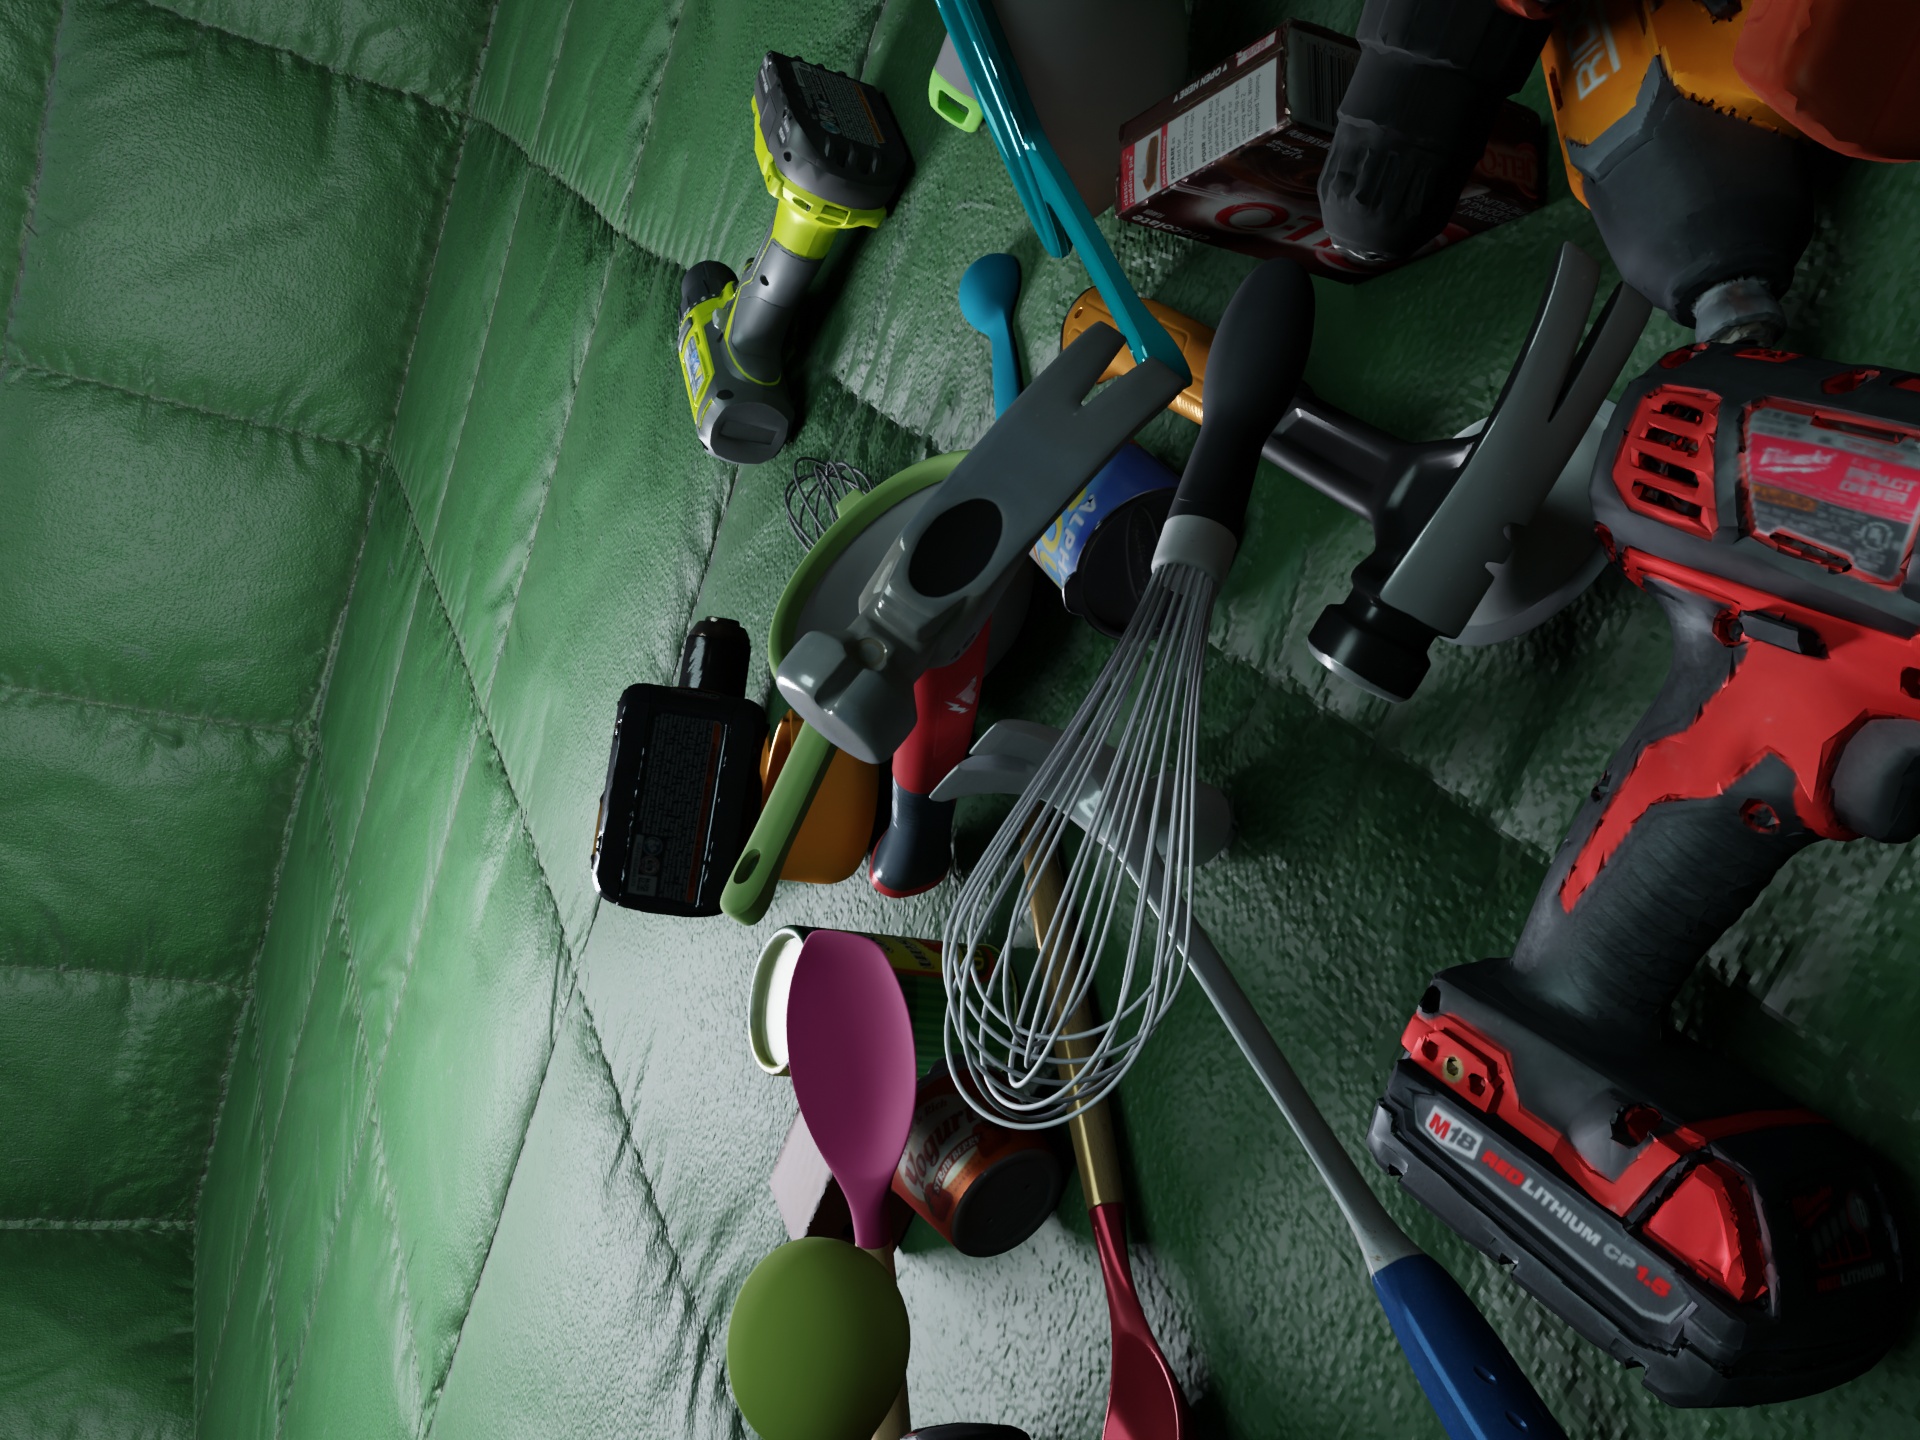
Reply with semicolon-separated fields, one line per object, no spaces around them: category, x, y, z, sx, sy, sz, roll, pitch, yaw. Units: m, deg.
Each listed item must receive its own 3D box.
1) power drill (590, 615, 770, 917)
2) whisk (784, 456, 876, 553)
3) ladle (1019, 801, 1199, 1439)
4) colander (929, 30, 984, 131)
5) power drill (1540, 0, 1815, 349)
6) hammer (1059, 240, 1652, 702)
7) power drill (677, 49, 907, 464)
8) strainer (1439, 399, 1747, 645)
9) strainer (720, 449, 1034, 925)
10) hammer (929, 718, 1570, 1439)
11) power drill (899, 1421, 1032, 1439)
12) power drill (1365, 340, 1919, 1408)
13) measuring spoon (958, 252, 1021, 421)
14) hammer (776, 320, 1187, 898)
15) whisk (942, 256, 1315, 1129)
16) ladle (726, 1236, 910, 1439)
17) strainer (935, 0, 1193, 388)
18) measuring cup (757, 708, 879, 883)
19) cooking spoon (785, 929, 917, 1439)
power drill;-0.155;0.023;0.927;0.226;0.084;0.185;158;121;-83
whisk;-0.045;-0.065;0.850;0.055;0.055;0.239;-58;40;32
ladle;0.051;0.167;0.627;0.069;0.031;0.316;122;147;-48
colander;0.065;-0.424;0.722;0.094;0.204;0.397;-57;3;-24
power drill;0.237;-0.200;0.378;0.226;0.084;0.164;-38;50;55
hammer;0.104;-0.123;0.569;0.127;0.034;0.337;-61;23;14
power drill;-0.126;-0.308;1.043;0.228;0.080;0.191;-58;36;37
strainer;0.203;-0.061;0.432;0.258;0.050;0.087;8;73;57
strainer;-0.033;-0.009;0.733;0.151;0.069;0.256;-4;53;43
hammer;0.115;0.146;0.447;0.035;0.144;0.406;-48;46;21
power drill;0.017;0.337;0.528;0.226;0.080;0.188;112;158;-66
power drill;0.188;0.033;0.360;0.143;0.078;0.219;35;115;52
measuring spoon;0.014;-0.187;0.810;0.042;0.021;0.129;-40;46;48
hammer;-0.001;-0.002;0.603;0.143;0.038;0.386;-50;-8;-15
whisk;0.060;-0.020;0.461;0.070;0.070;0.285;-13;52;58
ladle;-0.064;0.344;0.668;0.062;0.078;0.320;26;126;29
strainer;0.057;-0.264;0.639;0.095;0.210;0.341;-24;56;6
measuring cup;-0.083;0.034;0.886;0.174;0.052;0.095;-129;49;-73
cooking spoon;-0.034;0.239;0.660;0.069;0.017;0.319;4;104;36
